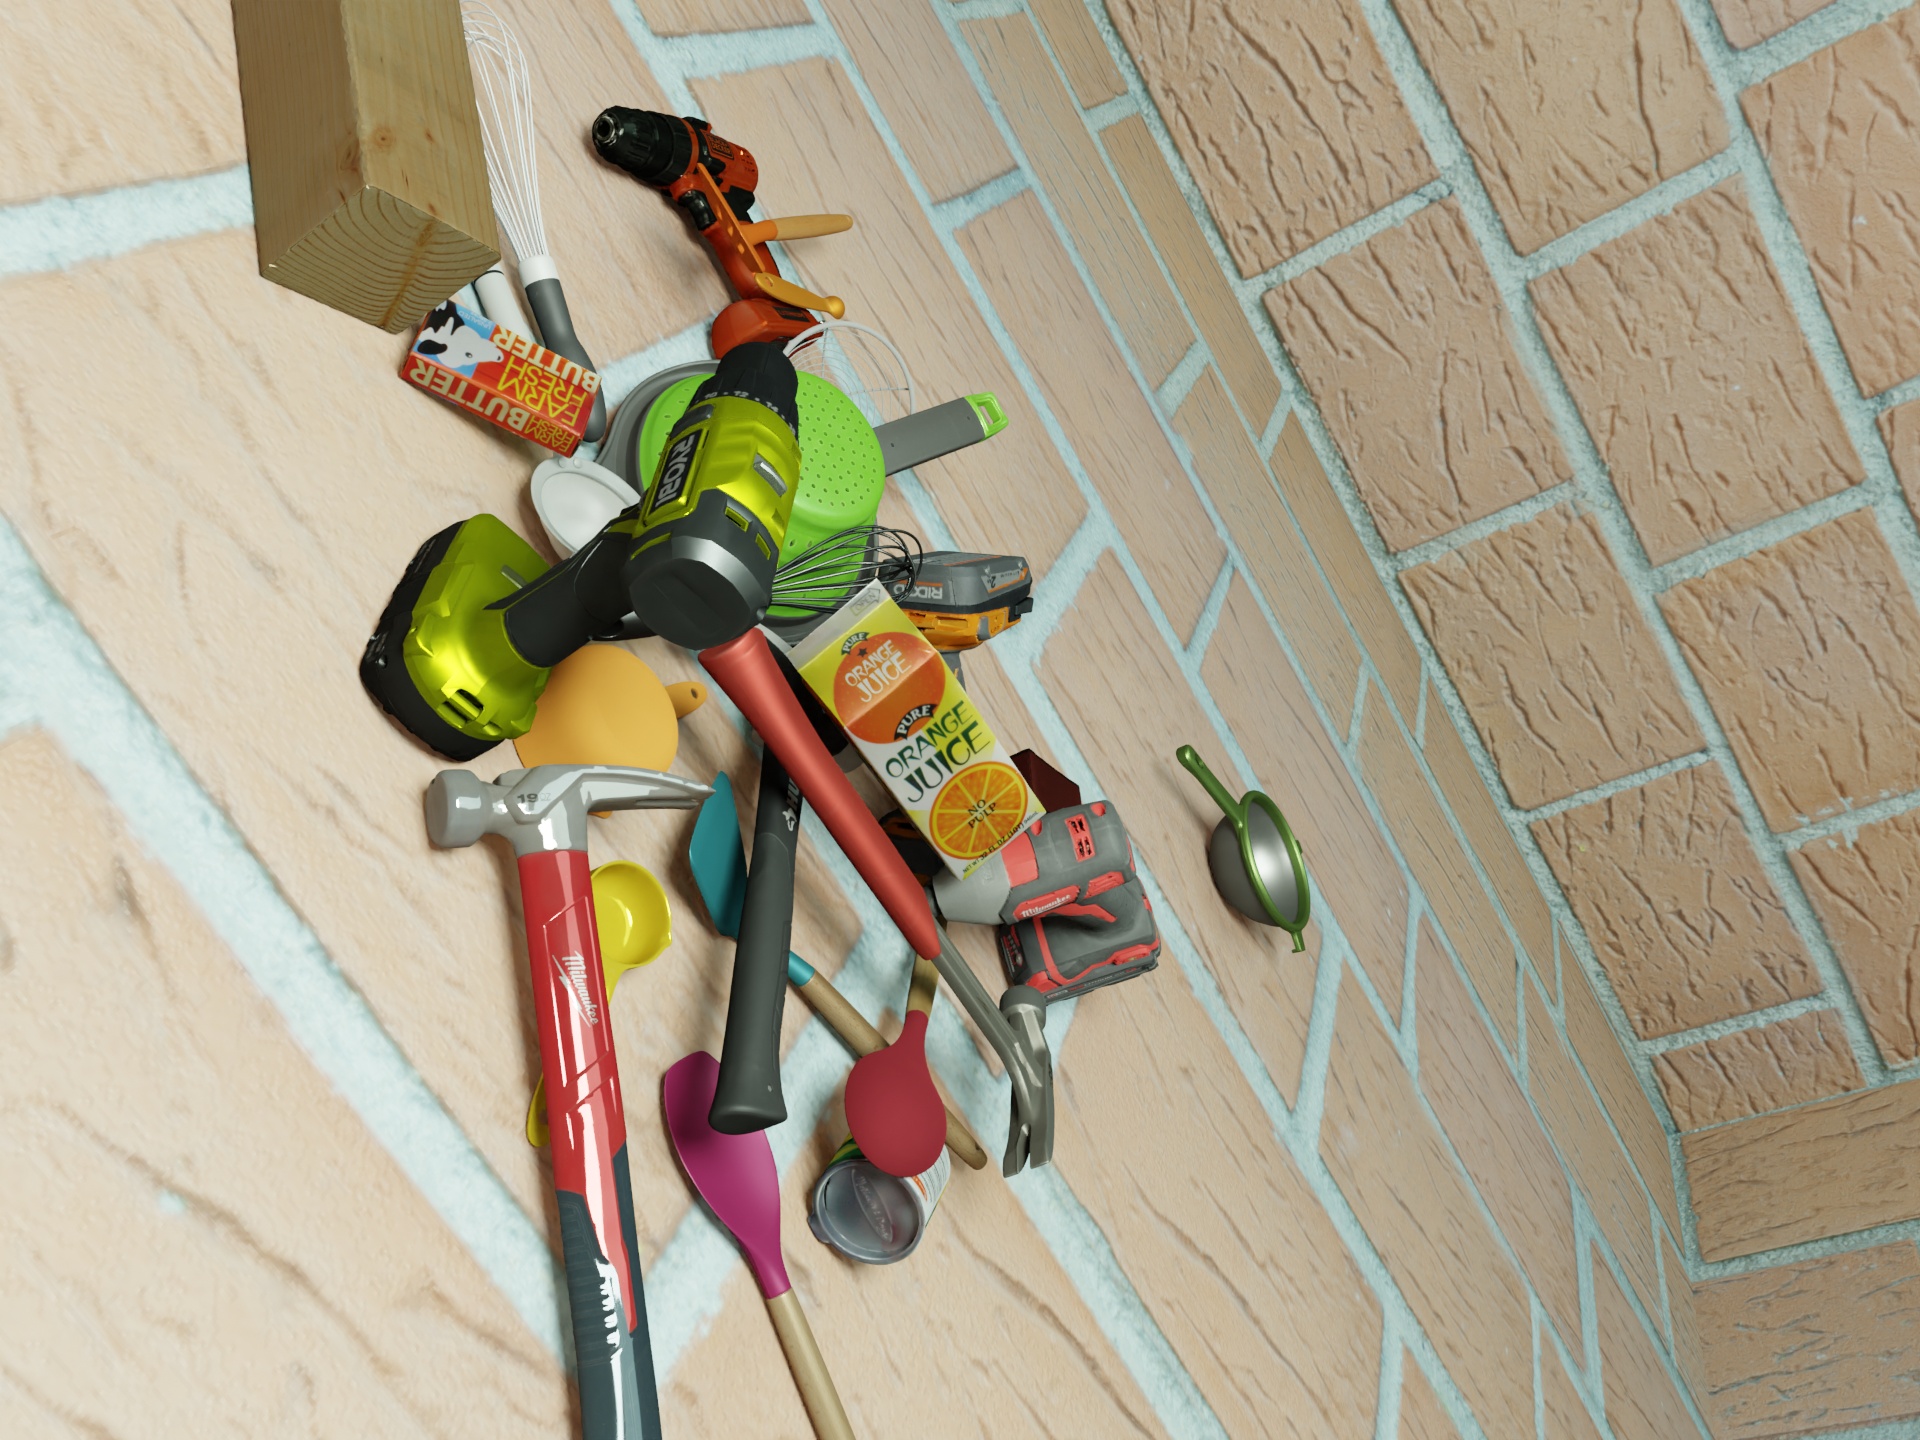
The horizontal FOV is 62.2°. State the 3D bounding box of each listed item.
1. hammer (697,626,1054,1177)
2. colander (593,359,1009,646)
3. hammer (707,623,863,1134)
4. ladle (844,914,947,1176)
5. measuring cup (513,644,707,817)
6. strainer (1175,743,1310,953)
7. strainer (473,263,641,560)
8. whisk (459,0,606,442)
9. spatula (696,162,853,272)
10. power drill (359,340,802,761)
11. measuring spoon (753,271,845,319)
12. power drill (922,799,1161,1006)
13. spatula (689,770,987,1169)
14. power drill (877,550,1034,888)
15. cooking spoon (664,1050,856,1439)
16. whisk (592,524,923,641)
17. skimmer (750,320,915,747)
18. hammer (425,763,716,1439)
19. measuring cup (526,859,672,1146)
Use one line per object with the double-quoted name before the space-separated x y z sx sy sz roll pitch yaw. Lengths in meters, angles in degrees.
"hammer" -0.041 0.100 0.929 0.358 0.036 0.149 57 17 -24
"colander" -0.068 -0.187 1.084 0.397 0.094 0.204 -30 91 -46
"hammer" -0.109 0.081 0.892 0.146 0.035 0.335 51 26 -36
"ladle" -0.025 0.177 1.003 0.069 0.031 0.315 40 18 -10
"measuring cup" -0.179 -0.007 0.908 0.095 0.052 0.173 65 28 -2
"strainer" 0.267 0.118 1.606 0.256 0.069 0.152 48 34 -30
"strainer" -0.244 -0.175 0.943 0.087 0.050 0.258 -7 69 -54
"whisk" -0.273 -0.308 0.988 0.070 0.070 0.284 -18 90 -63
"spatula" -0.128 -0.373 1.192 0.081 0.041 0.323 59 22 -9
"power drill" -0.174 -0.087 0.784 0.080 0.228 0.191 47 32 -33
"measuring spoon" -0.118 -0.320 1.192 0.117 0.011 0.021 -4 70 -63
"power drill" 0.060 0.129 1.107 0.219 0.143 0.079 58 14 -63
"spatula" -0.070 0.170 0.965 0.317 0.044 0.082 51 25 -23
"power drill" -0.002 -0.004 1.130 0.164 0.084 0.226 -21 115 -64
"cooking spoon" -0.087 0.327 0.841 0.068 0.017 0.319 -17 83 -63
"whisk" -0.117 -0.077 0.928 0.239 0.055 0.055 -15 81 -39
"skimmer" -0.097 -0.138 1.123 0.127 0.090 0.364 35 40 -31
"hammer" -0.159 0.207 0.747 0.143 0.038 0.387 1 68 -36
"measuring cup" -0.192 0.142 0.803 0.062 0.029 0.157 42 47 -31
